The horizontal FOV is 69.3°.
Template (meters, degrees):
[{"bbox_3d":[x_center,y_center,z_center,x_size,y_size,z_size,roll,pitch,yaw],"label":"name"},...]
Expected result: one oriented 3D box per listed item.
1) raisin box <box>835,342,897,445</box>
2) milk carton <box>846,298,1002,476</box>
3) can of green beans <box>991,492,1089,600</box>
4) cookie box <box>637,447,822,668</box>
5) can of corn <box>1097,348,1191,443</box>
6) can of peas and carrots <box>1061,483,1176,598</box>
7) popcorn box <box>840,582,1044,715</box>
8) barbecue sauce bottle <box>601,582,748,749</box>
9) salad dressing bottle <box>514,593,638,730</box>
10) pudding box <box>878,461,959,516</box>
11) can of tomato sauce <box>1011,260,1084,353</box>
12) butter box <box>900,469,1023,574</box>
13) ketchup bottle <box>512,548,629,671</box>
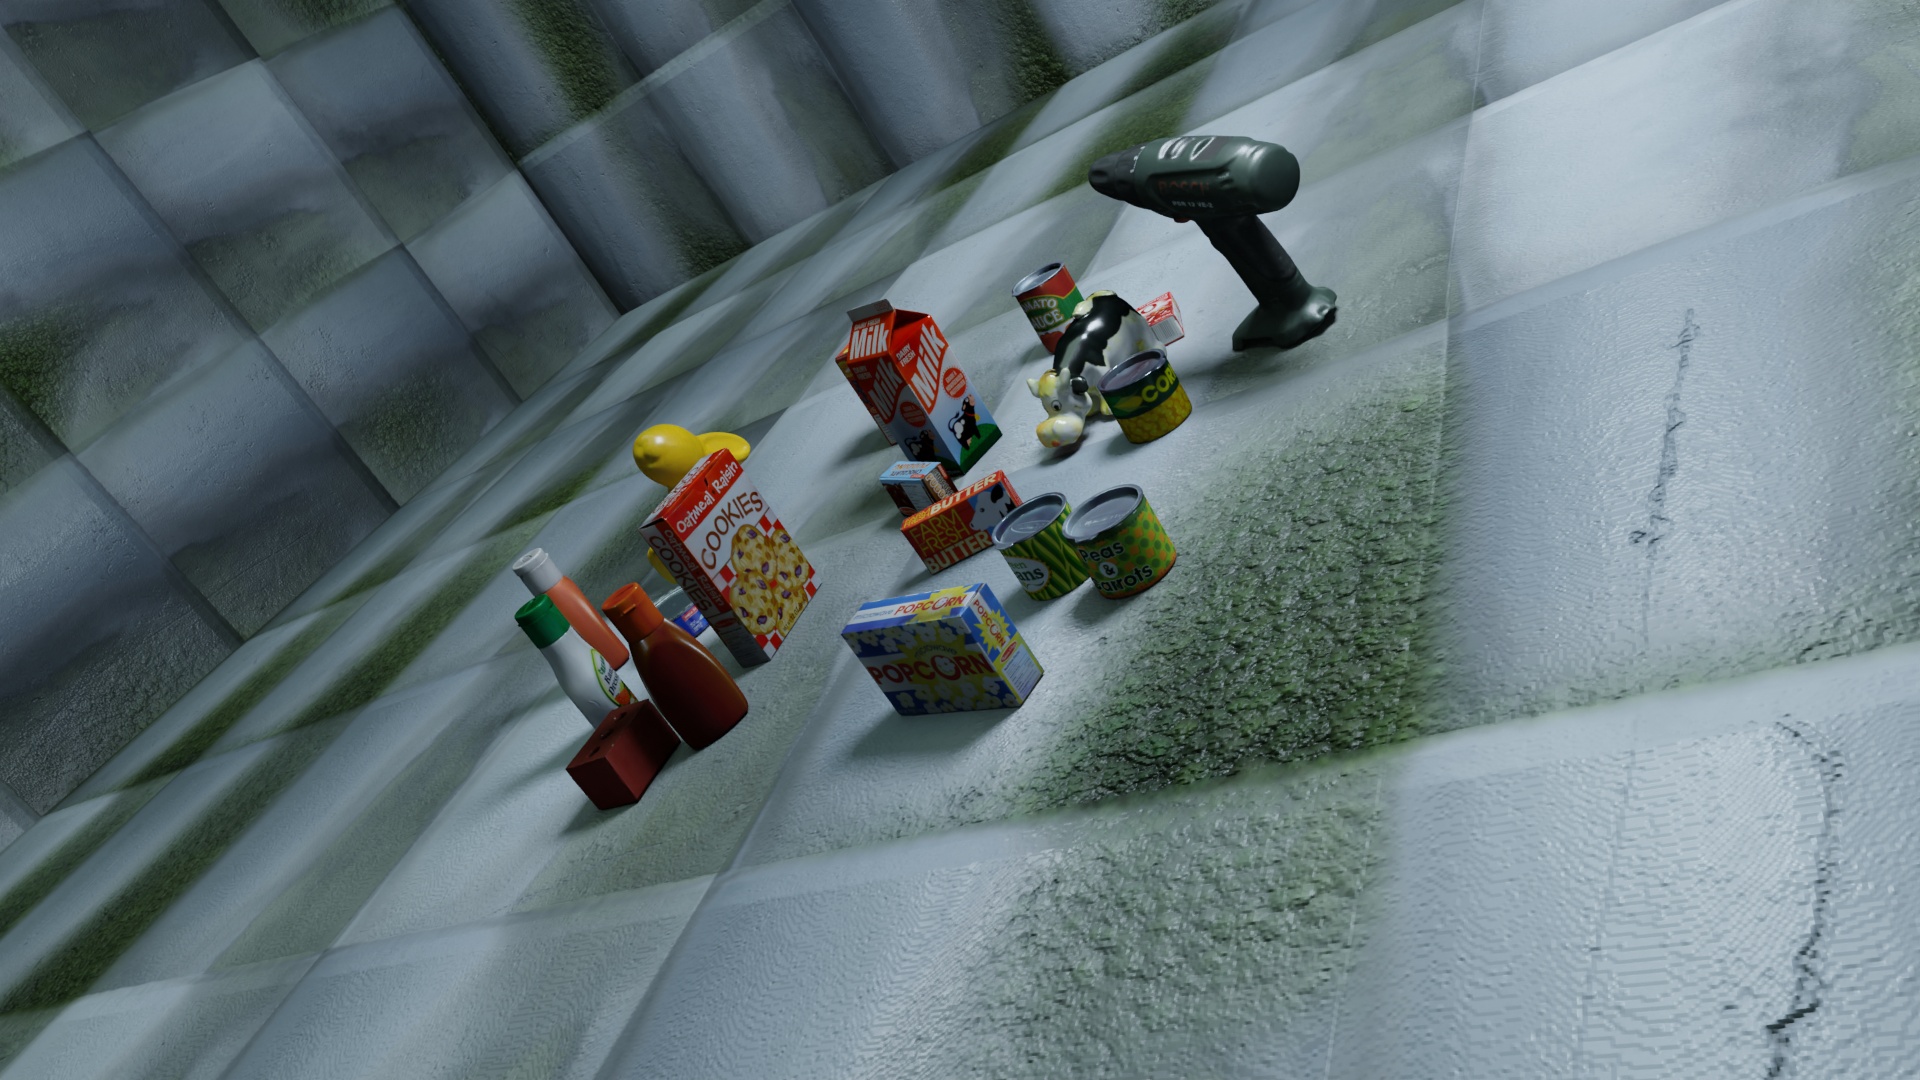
[{"bbox_3d":[-0.082,-0.185,1.604,0.040,0.123,0.086,-16,27,37],"label":"raisin box"},{"bbox_3d":[-0.045,-0.159,1.405,0.072,0.190,0.074,-7,33,49],"label":"milk carton"},{"bbox_3d":[0.067,0.005,1.081,0.071,0.057,0.071,-28,22,12],"label":"can of green beans"},{"bbox_3d":[-0.209,0.015,1.290,0.040,0.167,0.123,-19,25,32],"label":"cookie box"},{"bbox_3d":[0.165,-0.128,1.228,0.071,0.058,0.071,-28,22,12],"label":"can of corn"},{"bbox_3d":[0.116,0.002,1.017,0.071,0.058,0.071,-28,22,12],"label":"can of peas and carrots"},{"bbox_3d":[-0.015,0.080,0.995,0.126,0.085,0.038,-12,30,43],"label":"popcorn box"},{"bbox_3d":[-0.245,0.103,1.175,0.065,0.148,0.044,-37,22,-11],"label":"barbecue sauce bottle"},{"bbox_3d":[-0.359,0.117,1.304,0.044,0.147,0.064,-30,21,7],"label":"salad dressing bottle"},{"bbox_3d":[-0.039,-0.050,1.355,0.030,0.049,0.083,-43,23,-24],"label":"pudding box"},{"bbox_3d":[0.106,-0.261,1.562,0.071,0.083,0.071,-28,22,12],"label":"can of tomato sauce"},{"bbox_3d":[0.004,-0.015,1.216,0.103,0.053,0.024,-27,22,15],"label":"butter box"},{"bbox_3d":[-0.411,0.075,1.465,0.044,0.148,0.064,-43,23,-25],"label":"ketchup bottle"}]
